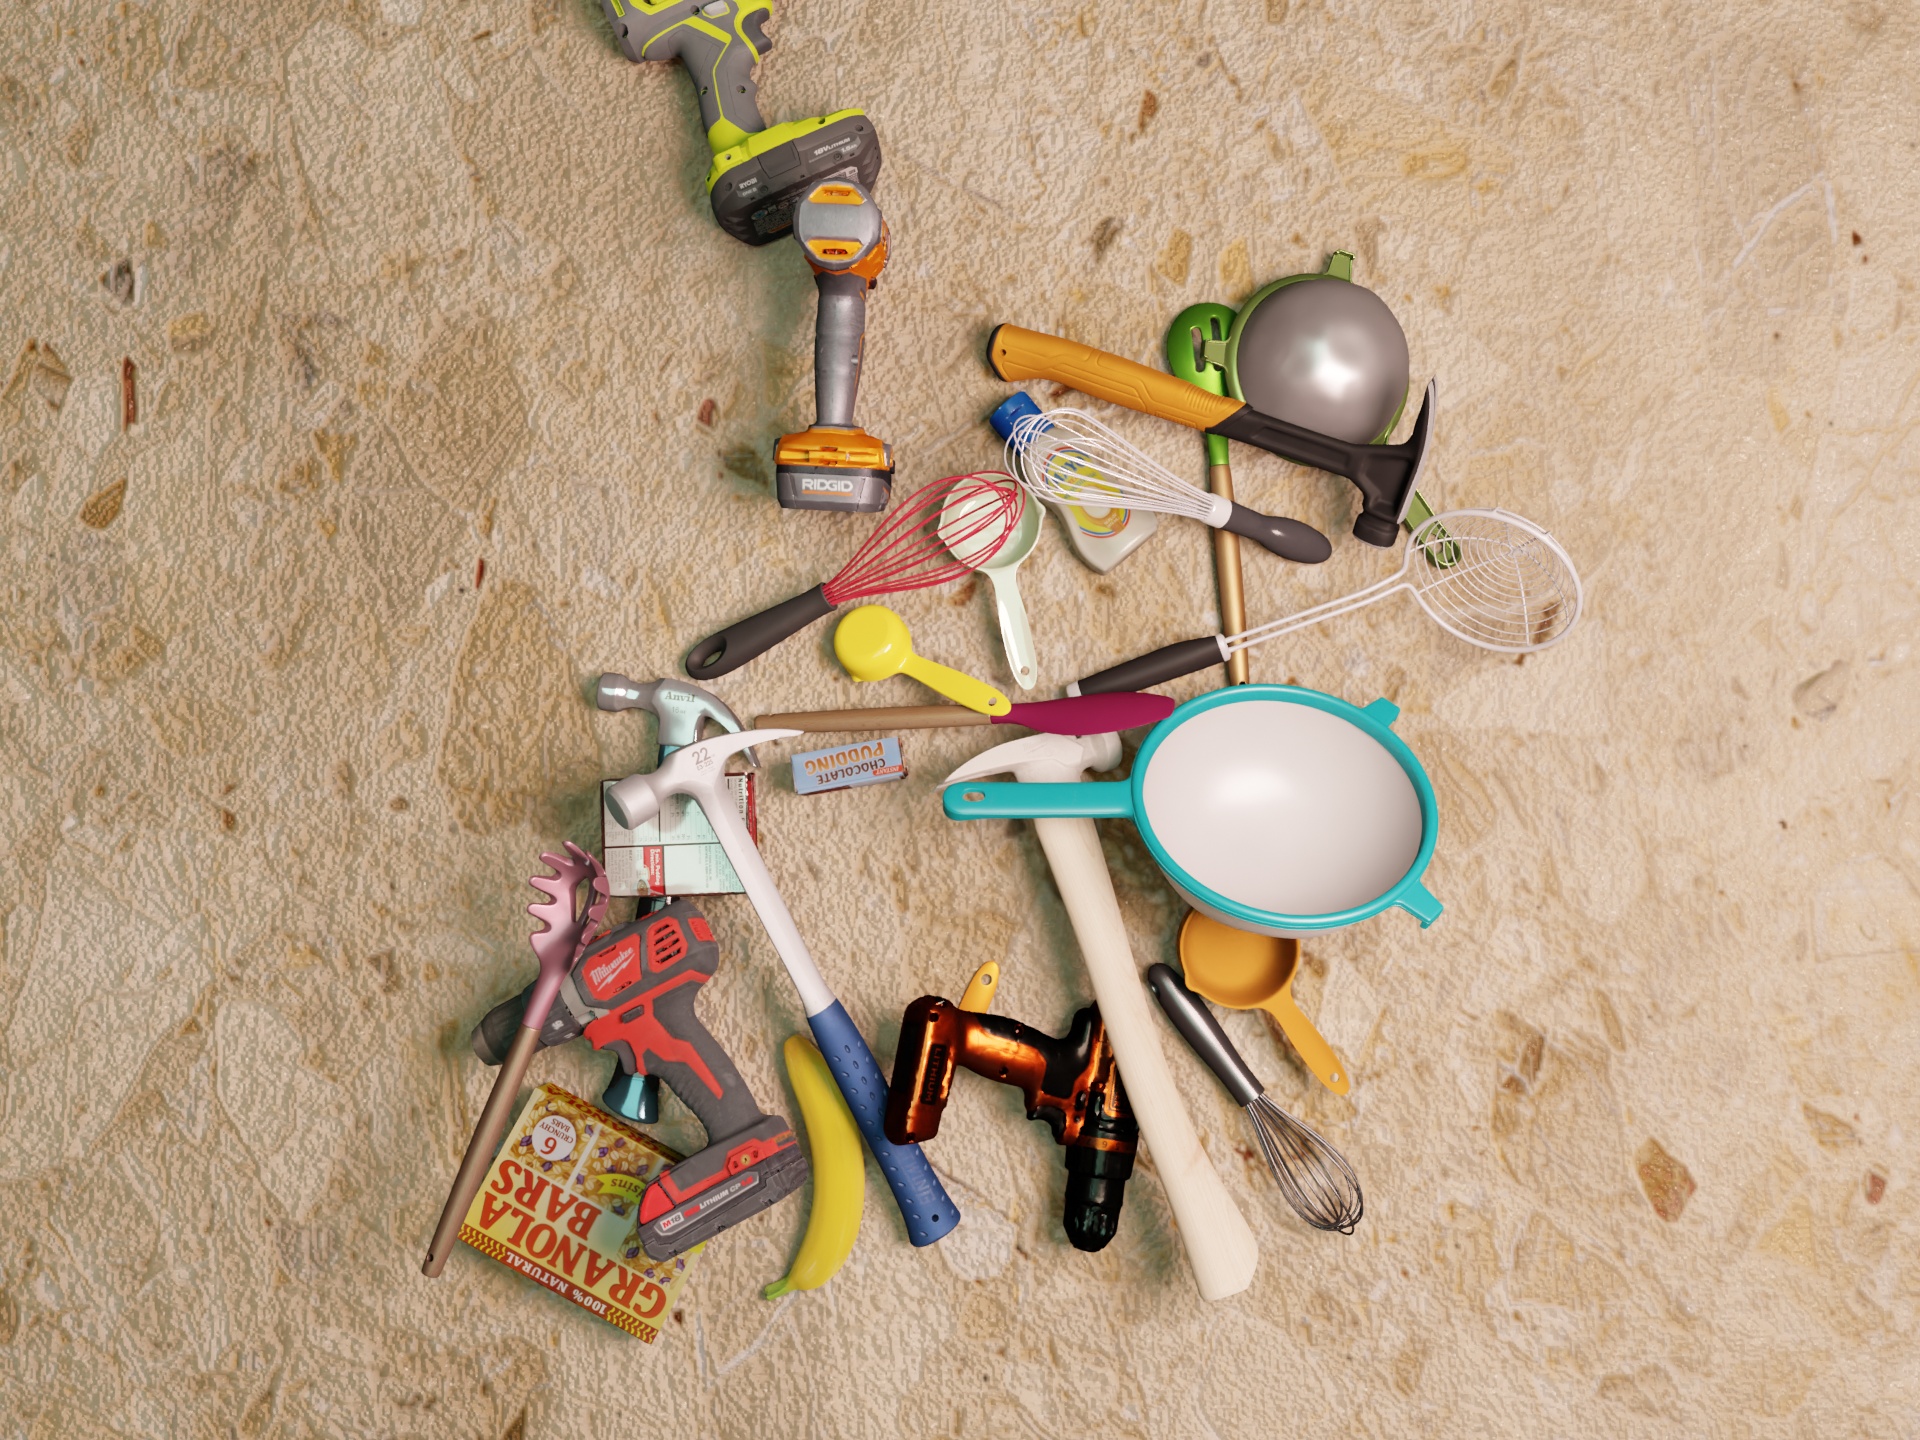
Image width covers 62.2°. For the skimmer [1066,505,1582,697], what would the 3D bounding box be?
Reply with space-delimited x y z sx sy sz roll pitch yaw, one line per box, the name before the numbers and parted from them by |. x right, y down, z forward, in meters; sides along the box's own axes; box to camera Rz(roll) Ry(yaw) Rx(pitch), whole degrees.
skimmer | 0.252 -0.057 1.147 0.363 0.090 0.127 -19 126 11

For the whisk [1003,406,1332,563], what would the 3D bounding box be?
whisk | 0.159 -0.163 1.153 0.284 0.070 0.070 15 86 -25

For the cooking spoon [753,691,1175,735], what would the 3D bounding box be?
cooking spoon | -0.002 -0.004 1.174 0.319 0.069 0.017 -3 113 14

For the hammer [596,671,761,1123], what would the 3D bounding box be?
hammer | -0.228 0.134 1.196 0.128 0.033 0.331 6 86 3

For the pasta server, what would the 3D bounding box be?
pasta server | -0.313 0.236 1.100 0.060 0.040 0.316 21 89 29

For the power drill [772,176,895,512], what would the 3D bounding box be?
power drill | -0.087 -0.269 1.173 0.084 0.164 0.226 3 99 1

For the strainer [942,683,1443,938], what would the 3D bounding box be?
strainer | 0.158 0.080 1.127 0.340 0.095 0.211 0 49 1

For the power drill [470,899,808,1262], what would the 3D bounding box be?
power drill | -0.229 0.263 1.131 0.188 0.080 0.227 -28 80 2

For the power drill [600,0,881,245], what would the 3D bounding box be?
power drill | -0.149 -0.502 1.219 0.190 0.080 0.228 -24 83 -1

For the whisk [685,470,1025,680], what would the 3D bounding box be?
whisk | -0.081 -0.101 1.175 0.296 0.073 0.073 -27 86 16

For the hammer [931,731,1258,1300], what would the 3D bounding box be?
hammer | 0.108 0.206 1.130 0.146 0.038 0.411 -14 77 -23

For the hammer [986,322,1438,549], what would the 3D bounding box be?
hammer | 0.177 -0.237 1.171 0.337 0.034 0.127 21 123 15

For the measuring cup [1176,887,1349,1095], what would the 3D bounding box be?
measuring cup | 0.228 0.201 1.175 0.095 0.052 0.173 -36 88 -2

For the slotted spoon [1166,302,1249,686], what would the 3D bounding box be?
slotted spoon | 0.202 -0.169 1.214 0.070 0.031 0.314 -4 87 -4

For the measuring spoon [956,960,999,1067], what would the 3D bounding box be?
measuring spoon | 0.001 0.235 1.195 0.021 0.011 0.117 25 87 3

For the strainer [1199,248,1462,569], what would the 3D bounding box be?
strainer | 0.307 -0.225 1.185 0.151 0.069 0.256 -35 92 -12

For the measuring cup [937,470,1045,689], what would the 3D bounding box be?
measuring cup | 0.033 -0.104 1.207 0.083 0.038 0.167 -13 88 0

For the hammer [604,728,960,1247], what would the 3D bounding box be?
hammer | -0.100 0.193 1.142 0.144 0.035 0.405 -31 101 -28

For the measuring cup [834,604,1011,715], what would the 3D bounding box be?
measuring cup | -0.029 -0.042 1.174 0.157 0.029 0.062 26 77 30

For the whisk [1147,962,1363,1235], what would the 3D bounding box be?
whisk | 0.215 0.277 1.172 0.055 0.055 0.239 -37 83 -2
